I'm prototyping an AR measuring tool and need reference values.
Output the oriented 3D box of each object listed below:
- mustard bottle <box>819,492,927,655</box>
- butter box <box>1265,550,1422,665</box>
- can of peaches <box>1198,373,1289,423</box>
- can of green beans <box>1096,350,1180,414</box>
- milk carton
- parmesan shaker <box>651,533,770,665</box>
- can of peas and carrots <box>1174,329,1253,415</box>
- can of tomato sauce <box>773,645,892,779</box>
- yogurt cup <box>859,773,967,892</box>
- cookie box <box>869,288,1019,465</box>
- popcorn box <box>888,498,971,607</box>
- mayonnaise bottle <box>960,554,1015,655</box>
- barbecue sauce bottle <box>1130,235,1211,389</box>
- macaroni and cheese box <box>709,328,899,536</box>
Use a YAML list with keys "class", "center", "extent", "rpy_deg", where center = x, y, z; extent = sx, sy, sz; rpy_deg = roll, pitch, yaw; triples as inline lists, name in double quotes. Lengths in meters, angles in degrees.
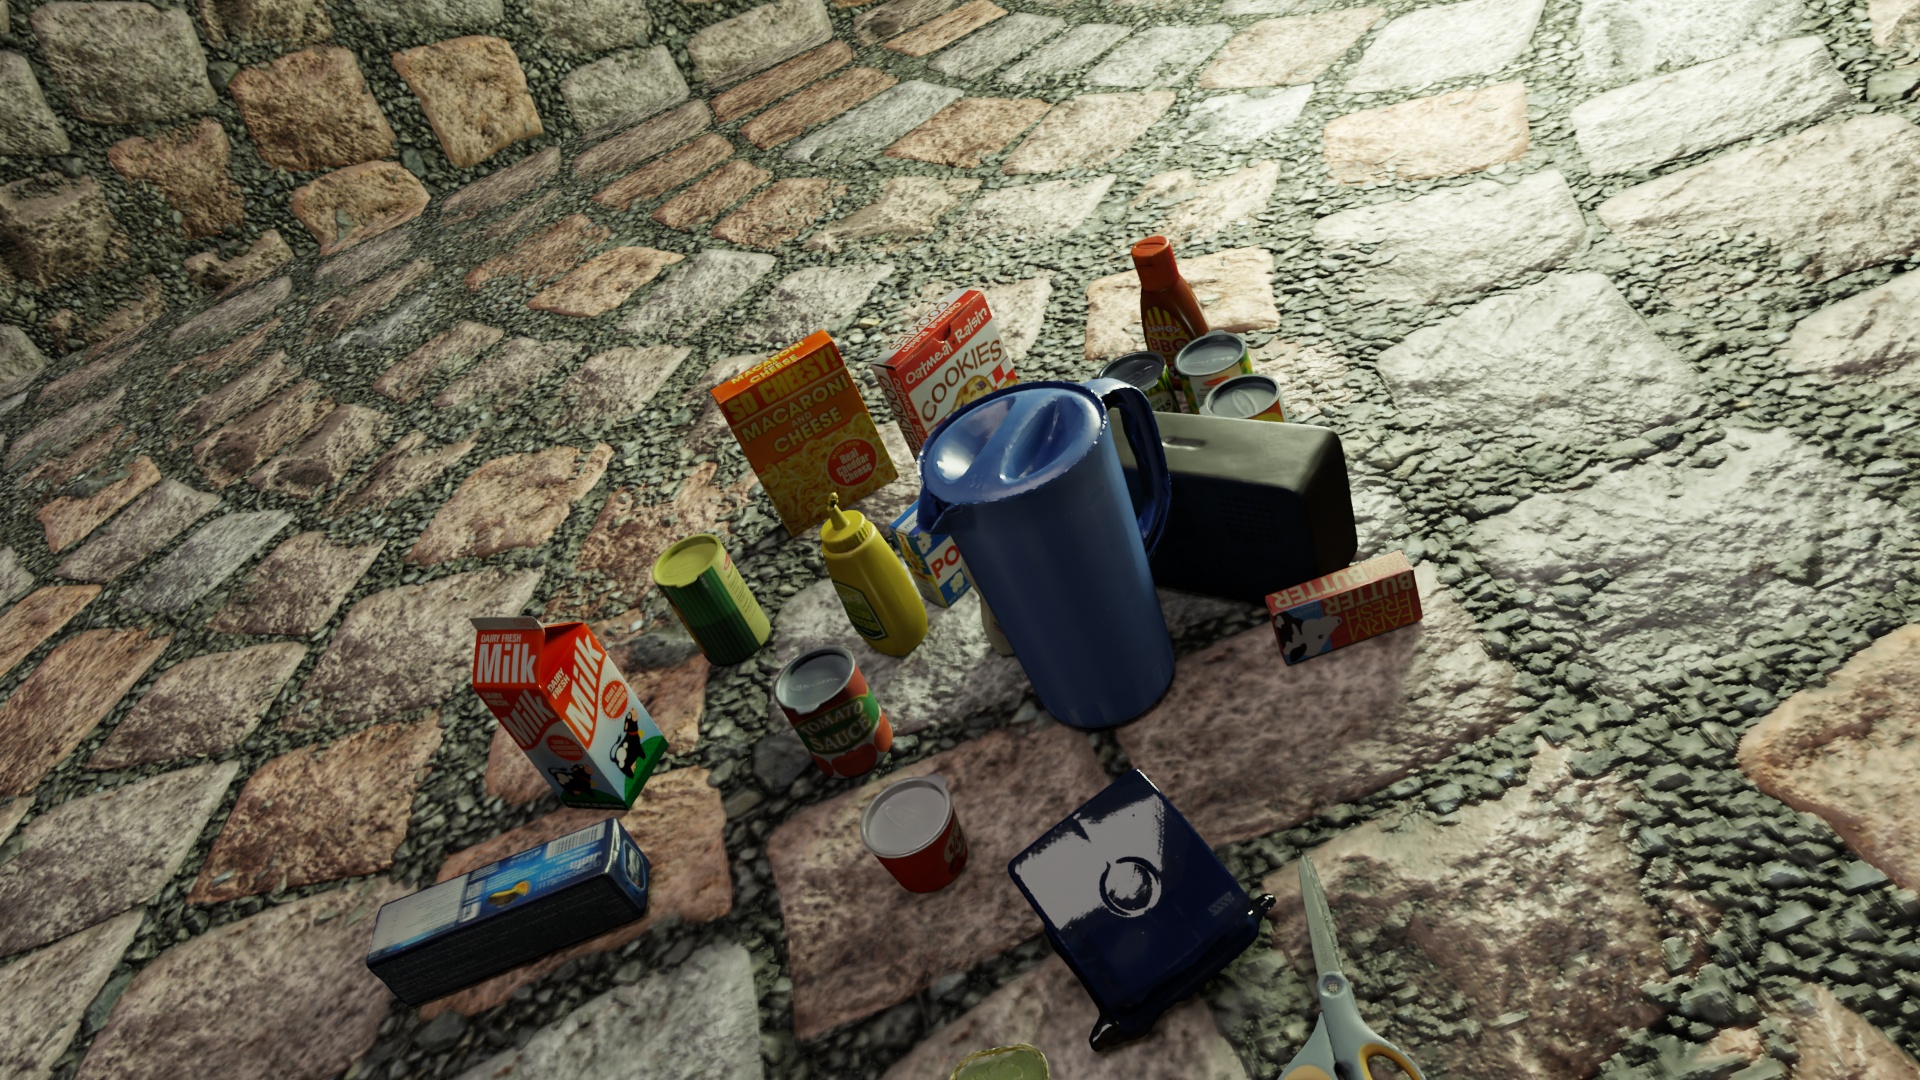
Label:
- class: "mustard bottle"
  center: [-0.079, 0.024, 1.137]
  extent: [0.065, 0.159, 0.049]
  rpy_deg: [15, 51, 42]
- class: "butter box"
  center: [0.274, 0.048, 0.991]
  extent: [0.103, 0.053, 0.024]
  rpy_deg: [-20, 35, 7]
- class: "can of peaches"
  center: [0.246, -0.100, 1.195]
  extent: [0.071, 0.057, 0.071]
  rpy_deg: [-16, 36, 12]
- class: "can of green beans"
  center: [0.165, -0.133, 1.285]
  extent: [0.071, 0.057, 0.071]
  rpy_deg: [-16, 36, 12]
- class: "milk carton"
  center: [-0.320, 0.129, 1.117]
  extent: [0.072, 0.189, 0.074]
  rpy_deg: [-4, 40, 27]
- class: "parmesan shaker"
  center: [-0.220, 0.055, 1.229]
  extent: [0.071, 0.102, 0.072]
  rpy_deg: [-16, 36, 12]
- class: "can of peas and carrots"
  center: [0.234, -0.148, 1.263]
  extent: [0.071, 0.058, 0.071]
  rpy_deg: [-16, 36, 12]
- class: "can of tomato sauce"
  center: [-0.097, 0.134, 1.071]
  extent: [0.071, 0.082, 0.071]
  rpy_deg: [-16, 36, 12]
- class: "yogurt cup"
  center: [-0.029, 0.206, 0.963]
  extent: [0.072, 0.053, 0.073]
  rpy_deg: [-16, 36, 12]
- class: "cookie box"
  center: [-0.001, -0.130, 1.284]
  extent: [0.040, 0.166, 0.123]
  rpy_deg: [16, 52, 43]
- class: "popcorn box"
  center: [0.004, -0.015, 1.203]
  extent: [0.038, 0.085, 0.127]
  rpy_deg: [19, 54, 45]
- class: "mayonnaise bottle"
  center: [0.032, 0.023, 1.084]
  extent: [0.065, 0.147, 0.041]
  rpy_deg: [-20, 35, 7]
- class: "barbecue sauce bottle"
  center: [0.195, -0.210, 1.289]
  extent: [0.065, 0.148, 0.044]
  rpy_deg: [7, 46, 37]
- class: "macaroni and cheese box"
  center: [-0.148, -0.102, 1.335]
  extent: [0.124, 0.165, 0.040]
  rpy_deg: [-31, 35, -8]
